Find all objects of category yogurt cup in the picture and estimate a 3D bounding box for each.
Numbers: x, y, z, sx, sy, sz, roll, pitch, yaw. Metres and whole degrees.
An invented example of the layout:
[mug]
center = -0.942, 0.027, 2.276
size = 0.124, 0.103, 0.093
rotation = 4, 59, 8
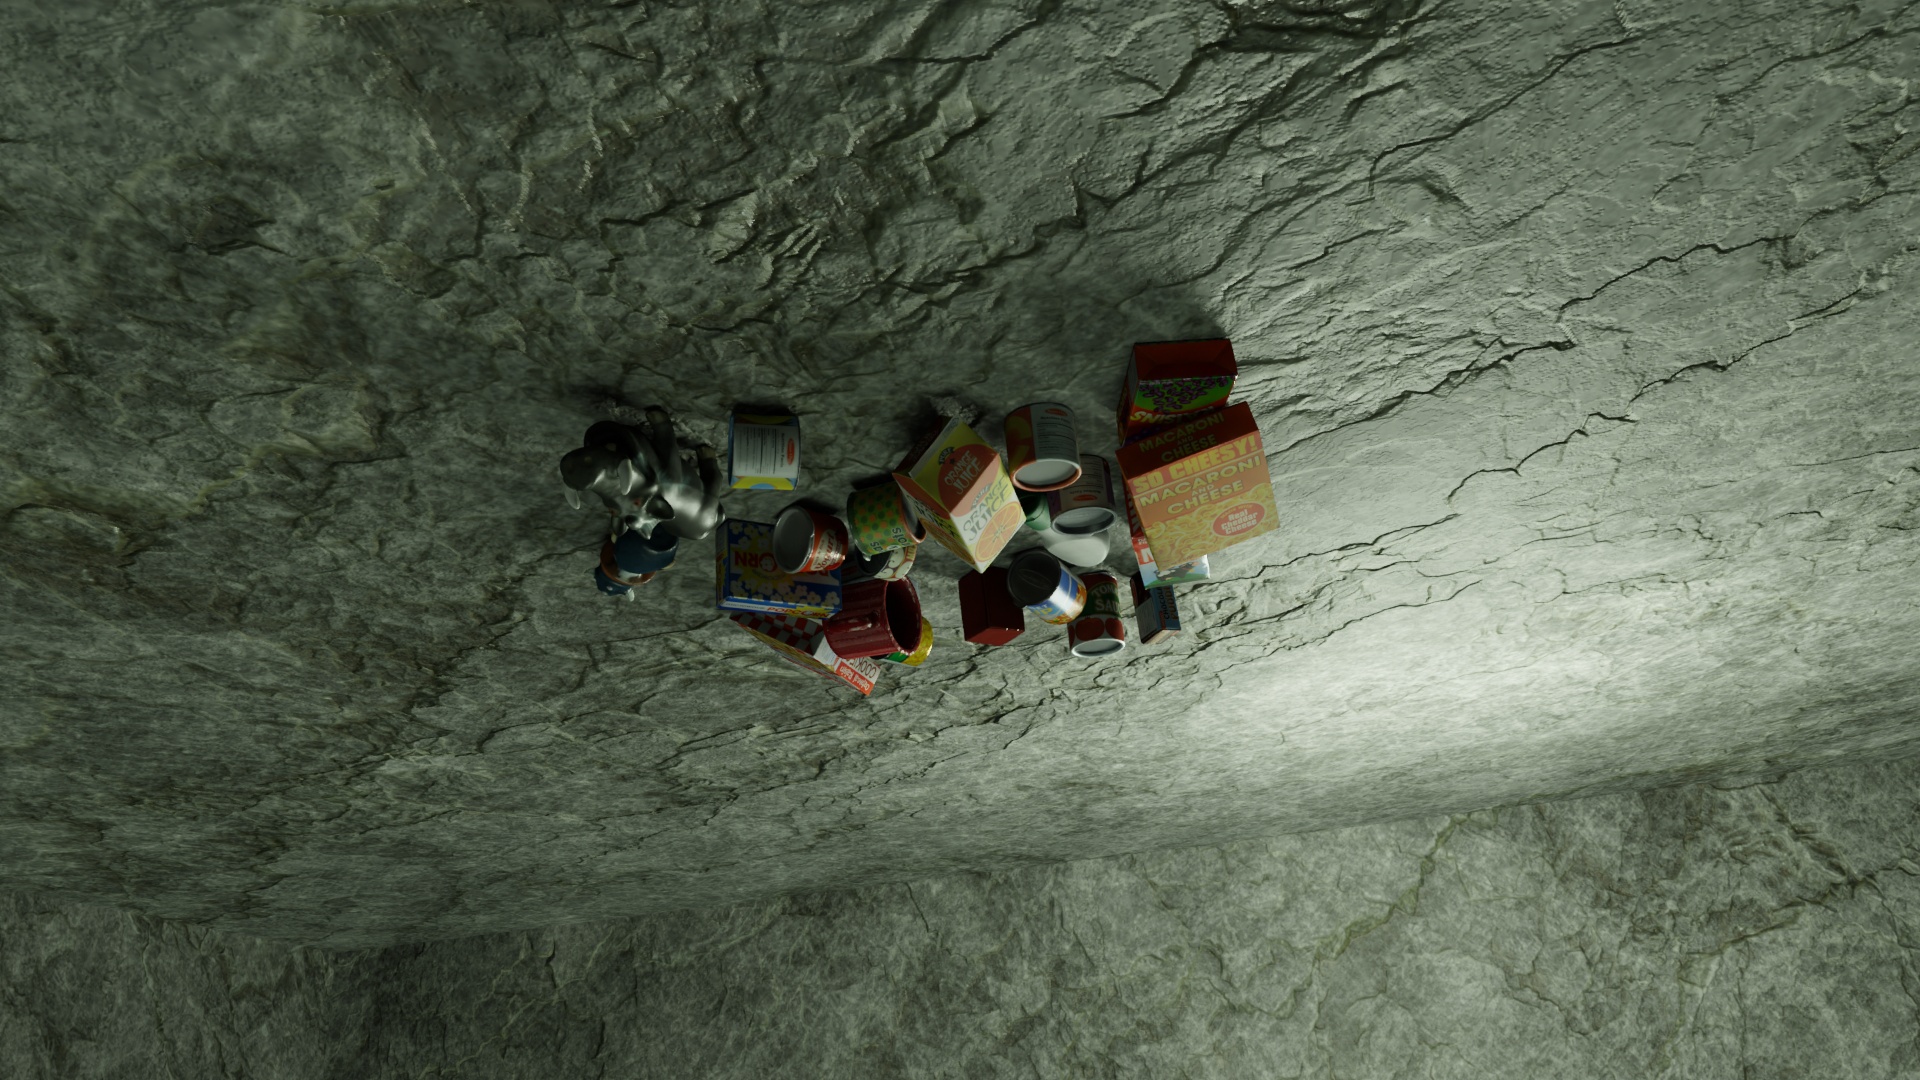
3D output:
[yogurt cup]
center = -0.150, 0.001, 1.404
size = 0.054, 0.072, 0.072
rotation = 7, 154, -43

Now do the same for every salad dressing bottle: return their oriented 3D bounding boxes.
[salad dressing bottle]
center = 0.103, -0.016, 1.444
size = 0.064, 0.044, 0.147
rotation = -17, 152, 28

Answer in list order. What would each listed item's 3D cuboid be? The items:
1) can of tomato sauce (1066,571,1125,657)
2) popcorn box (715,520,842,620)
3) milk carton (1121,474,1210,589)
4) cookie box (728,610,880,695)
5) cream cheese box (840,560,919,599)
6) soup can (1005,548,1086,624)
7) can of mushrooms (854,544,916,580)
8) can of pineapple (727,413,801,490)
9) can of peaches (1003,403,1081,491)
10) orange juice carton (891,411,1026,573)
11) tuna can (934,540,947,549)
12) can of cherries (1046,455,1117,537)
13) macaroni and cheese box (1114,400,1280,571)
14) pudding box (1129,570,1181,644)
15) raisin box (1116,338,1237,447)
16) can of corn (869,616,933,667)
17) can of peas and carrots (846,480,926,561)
[can of tomato sauce]
center = 0.158, 0.088, 1.635
size = 0.071, 0.083, 0.071
rotation = -4, 156, -2
[popcorn box]
center = -0.188, 0.032, 1.435
size = 0.127, 0.085, 0.038
rotation = 8, 153, -29
[milk carton]
center = 0.210, -0.019, 1.420
size = 0.073, 0.072, 0.190
rotation = -10, 155, 9
[cookie box]
center = -0.179, 0.122, 1.627
size = 0.123, 0.040, 0.167
rotation = 21, 167, 25
[cream cheese box]
center = -0.095, 0.050, 1.569
size = 0.053, 0.024, 0.103
rotation = -18, 153, 26
[soup can]
center = 0.096, 0.056, 1.566
size = 0.071, 0.071, 0.083
rotation = -15, 154, 21
[can of mushrooms]
center = -0.076, 0.006, 1.426
size = 0.033, 0.071, 0.070
rotation = 14, 149, -38
[can of pineapple]
center = -0.173, -0.077, 1.220
size = 0.058, 0.071, 0.070
rotation = 2, 155, -14
[can of peaches]
center = 0.074, -0.083, 1.268
size = 0.071, 0.058, 0.071
rotation = -5, 155, -2
[orange juice carton]
center = -0.003, -0.048, 1.279
size = 0.073, 0.072, 0.192
rotation = 35, 169, 23
[tuna can]
center = 0.005, -0.018, 1.429
size = 0.071, 0.033, 0.070
rotation = -5, 156, -2
[can of cherries]
center = 0.117, -0.043, 1.366
size = 0.071, 0.058, 0.071
rotation = -5, 156, -2
[macaroni and cheese box]
center = 0.218, -0.047, 1.264
size = 0.124, 0.040, 0.166
rotation = -21, 145, 7
[pudding box]
center = 0.227, 0.074, 1.619
size = 0.030, 0.084, 0.049
rotation = 2, 154, -22
[raisin box]
center = 0.188, -0.126, 1.218
size = 0.086, 0.040, 0.123
rotation = -5, 157, -4
[can of corn]
center = -0.074, 0.114, 1.670
size = 0.071, 0.071, 0.058
rotation = -25, 150, 37
[can of peas and carrots]
center = -0.071, -0.021, 1.360
size = 0.058, 0.071, 0.071
rotation = -14, 154, 18
